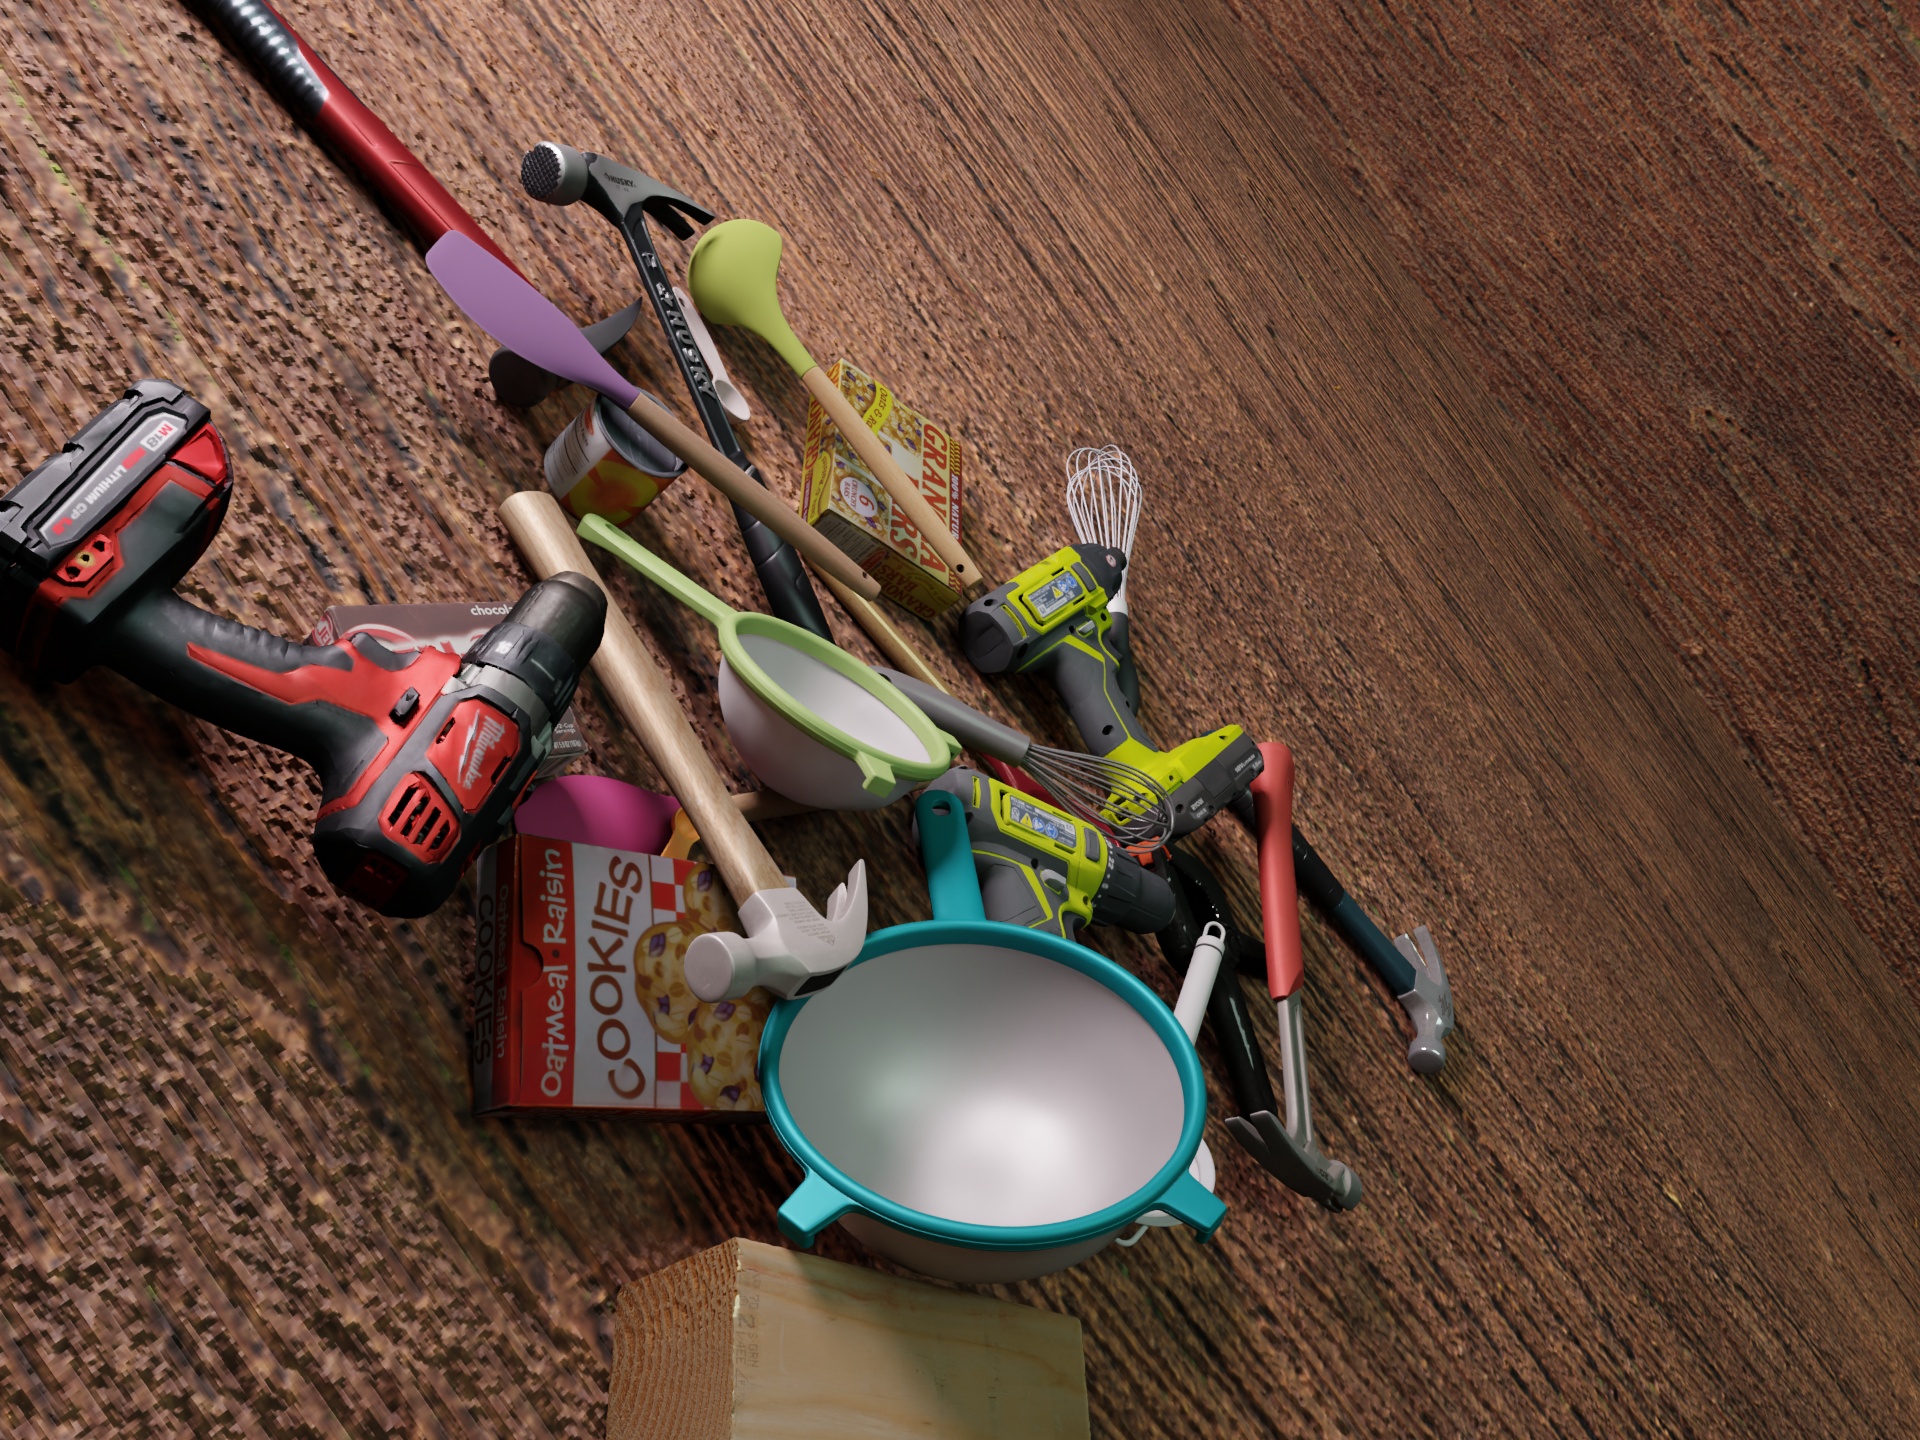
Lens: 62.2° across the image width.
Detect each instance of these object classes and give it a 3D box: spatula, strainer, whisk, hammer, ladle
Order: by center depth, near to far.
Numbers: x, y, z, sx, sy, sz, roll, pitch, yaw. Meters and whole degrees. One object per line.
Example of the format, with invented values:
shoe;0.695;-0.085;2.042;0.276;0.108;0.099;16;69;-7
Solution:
hammer;-0.153;0.002;0.817;0.130;0.031;0.332;4;44;-54
strainer;0.000;0.164;0.823;0.211;0.095;0.341;2;30;-8
strainer;-0.127;-0.022;0.906;0.256;0.069;0.151;35;14;8
spatula;-0.169;-0.165;0.915;0.315;0.018;0.060;37;38;-22
hammer;-0.354;-0.358;0.941;0.386;0.038;0.143;47;33;-12
hammer;-0.144;-0.169;1.003;0.149;0.036;0.409;-16;81;-61
strainer;0.133;0.227;1.005;0.087;0.050;0.259;20;48;8
whisk;0.038;0.023;1.052;0.239;0.055;0.055;26;40;-8
ladle;-0.002;-0.003;1.083;0.315;0.031;0.069;48;39;-7
ladle;-0.081;-0.215;1.084;0.320;0.078;0.062;52;19;10
hammer;0.228;0.159;1.143;0.149;0.037;0.359;44;36;-38
whisk;0.125;-0.115;1.311;0.070;0.070;0.285;26;48;-36
hammer;0.305;0.140;1.331;0.331;0.033;0.128;48;35;-11

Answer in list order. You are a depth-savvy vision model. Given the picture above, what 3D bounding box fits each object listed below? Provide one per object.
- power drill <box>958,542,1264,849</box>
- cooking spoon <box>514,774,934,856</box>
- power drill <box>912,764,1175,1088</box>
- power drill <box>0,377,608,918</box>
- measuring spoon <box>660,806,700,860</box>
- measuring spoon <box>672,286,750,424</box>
power drill;0.118;-0.024;1.181;0.171;0.080;0.223;-34;88;-42
cooking spoon;-0.116;0.048;0.904;0.318;0.017;0.069;-7;67;-52
power drill;0.061;0.151;0.972;0.190;0.080;0.229;26;42;-26
power drill;-0.273;-0.043;0.687;0.226;0.080;0.188;36;48;-14
measuring spoon;-0.158;0.093;0.810;0.021;0.011;0.117;43;48;-29
measuring spoon;-0.178;-0.249;1.090;0.034;0.018;0.124;16;42;-57
